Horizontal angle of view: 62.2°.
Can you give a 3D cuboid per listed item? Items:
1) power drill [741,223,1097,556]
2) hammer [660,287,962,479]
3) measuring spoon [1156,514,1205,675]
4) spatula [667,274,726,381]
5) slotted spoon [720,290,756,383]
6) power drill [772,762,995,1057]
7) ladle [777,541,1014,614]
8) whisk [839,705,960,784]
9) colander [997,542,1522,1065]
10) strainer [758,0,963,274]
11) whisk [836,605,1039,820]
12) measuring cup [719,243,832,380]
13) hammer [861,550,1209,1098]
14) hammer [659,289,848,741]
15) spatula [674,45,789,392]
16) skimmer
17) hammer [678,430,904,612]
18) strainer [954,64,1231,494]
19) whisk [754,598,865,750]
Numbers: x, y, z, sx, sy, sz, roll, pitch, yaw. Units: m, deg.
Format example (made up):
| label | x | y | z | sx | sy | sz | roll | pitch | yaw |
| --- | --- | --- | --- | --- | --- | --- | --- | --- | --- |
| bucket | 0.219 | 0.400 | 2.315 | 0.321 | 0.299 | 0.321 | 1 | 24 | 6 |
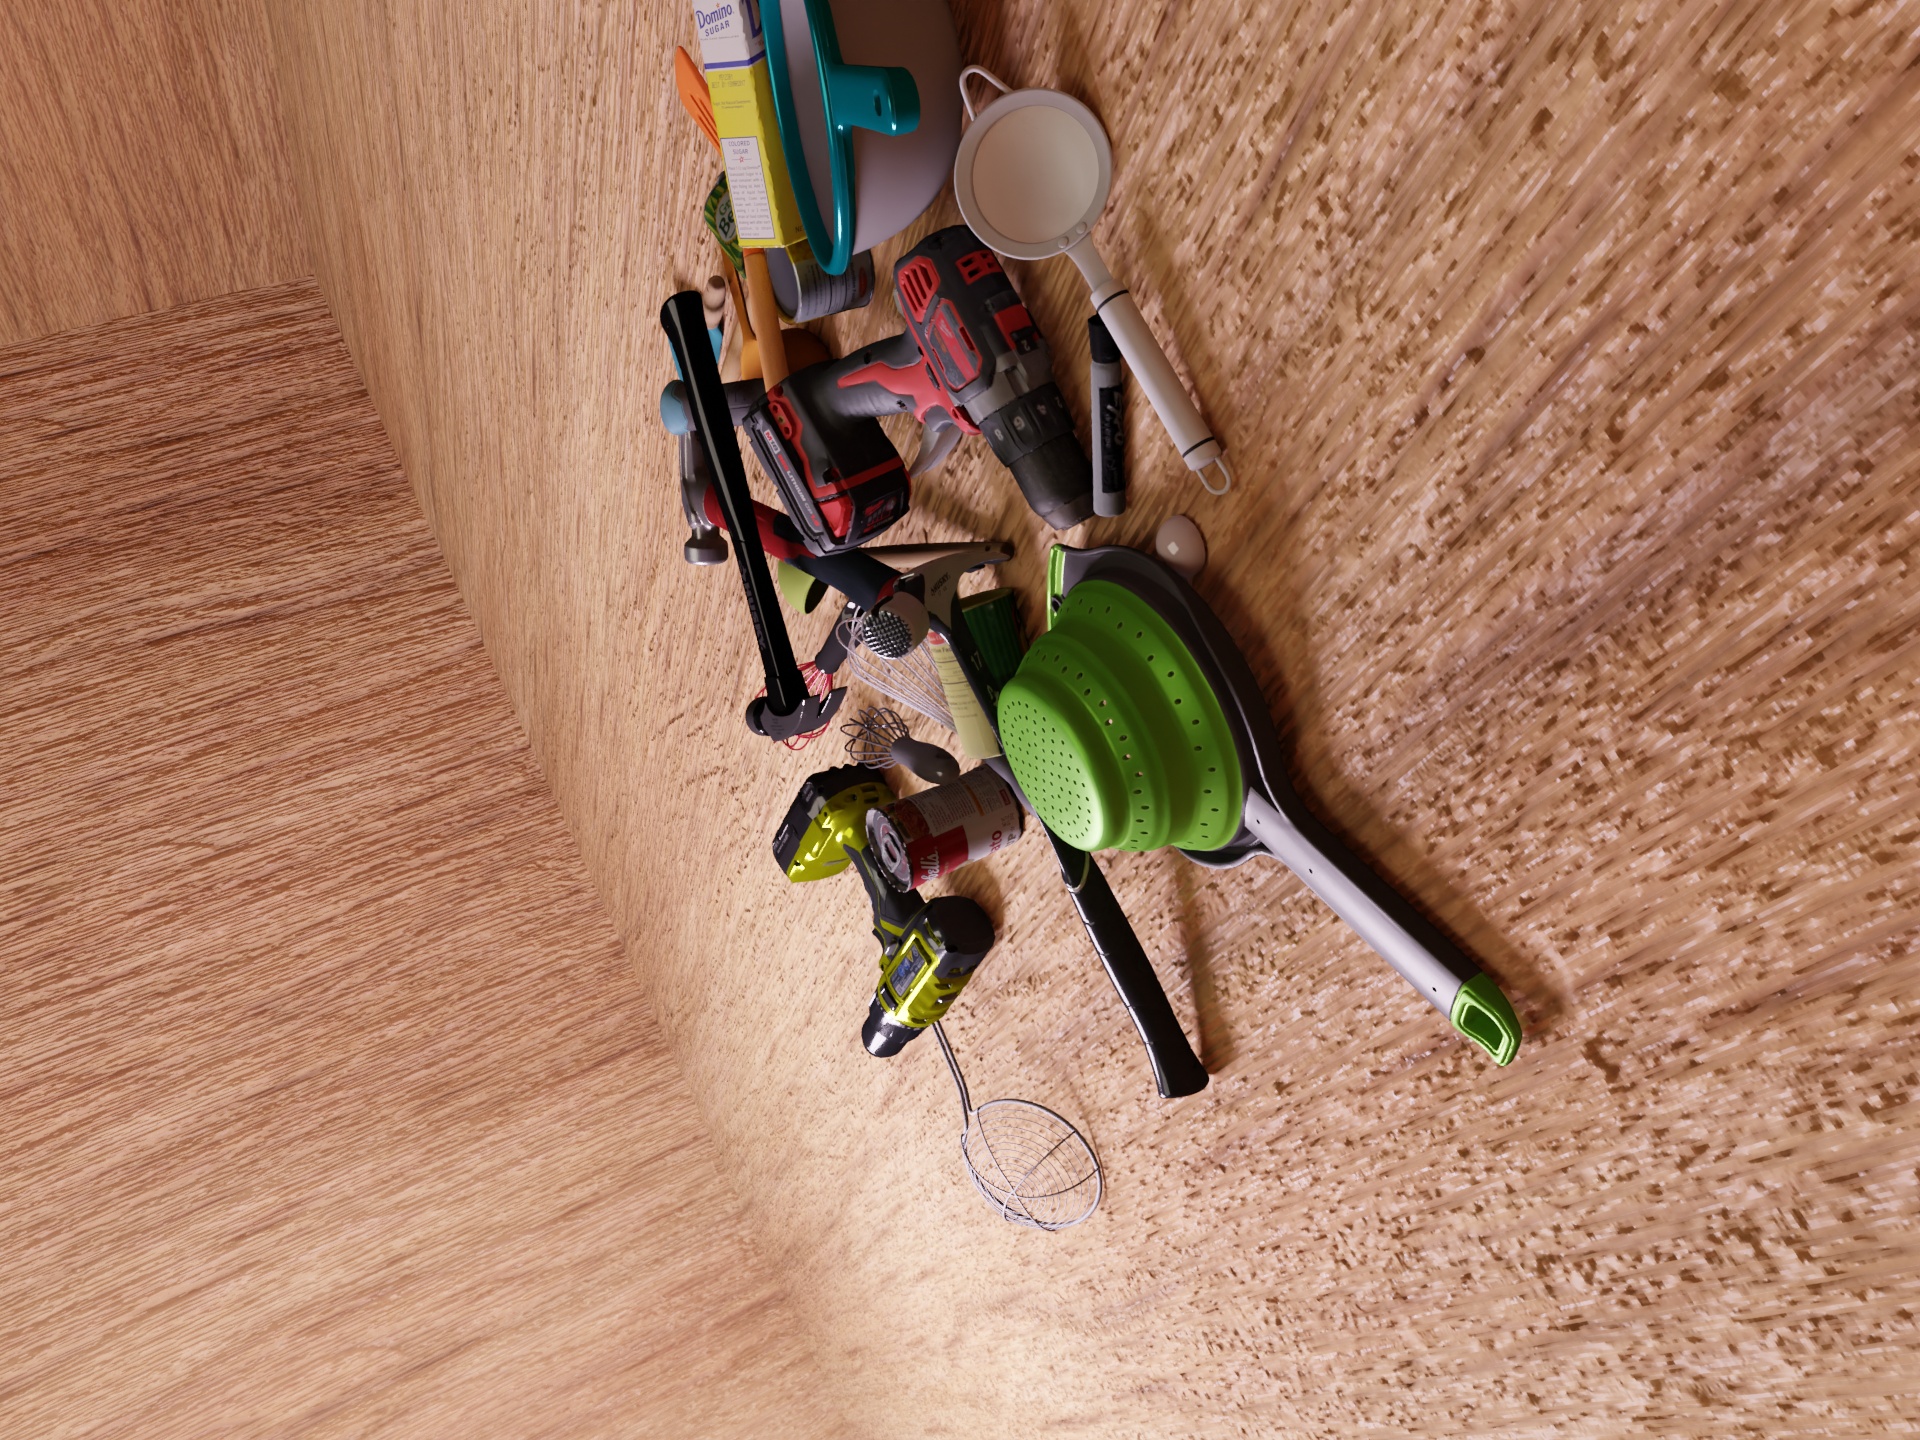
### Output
| label | x | y | z | sx | sy | sz | roll | pitch | yaw |
| --- | --- | --- | --- | --- | --- | --- | --- | --- | --- |
| power drill | -0.021 | -0.178 | 0.998 | 0.226 | 0.080 | 0.188 | -24 | 96 | 49 |
| hammer | -0.117 | -0.236 | 1.152 | 0.331 | 0.033 | 0.128 | 7 | 120 | 46 |
| measuring spoon | 0.120 | -0.060 | 0.909 | 0.034 | 0.018 | 0.124 | 44 | 147 | 43 |
| spatula | -0.219 | -0.335 | 1.331 | 0.317 | 0.044 | 0.082 | -155 | 51 | -78 |
| slotted spoon | -0.198 | -0.303 | 1.382 | 0.313 | 0.031 | 0.070 | 132 | 129 | -62 |
| power drill | -0.076 | 0.170 | 1.410 | 0.229 | 0.080 | 0.190 | 56 | 134 | 28 |
| ladle | -0.049 | -0.118 | 1.202 | 0.062 | 0.078 | 0.320 | 32 | 166 | -32 |
| whisk | -0.047 | 0.023 | 1.267 | 0.239 | 0.055 | 0.055 | -160 | 52 | -70 |
| colander | 0.131 | 0.057 | 0.874 | 0.398 | 0.094 | 0.204 | 47 | 154 | 37 |
| strainer | -0.035 | -0.343 | 0.849 | 0.341 | 0.095 | 0.210 | -124 | 23 | -62 |
| whisk | -0.002 | -0.003 | 1.186 | 0.285 | 0.070 | 0.070 | 44 | 147 | 36 |
| measuring cup | -0.141 | -0.301 | 1.231 | 0.095 | 0.052 | 0.173 | 3 | 111 | 65 |
| hammer | 0.067 | 0.077 | 1.026 | 0.036 | 0.149 | 0.408 | -17 | 109 | 32 |
| hammer | -0.160 | -0.148 | 1.172 | 0.146 | 0.035 | 0.334 | -1 | 105 | 64 |
| spatula | -0.146 | -0.293 | 1.091 | 0.081 | 0.041 | 0.322 | -178 | 78 | -79 |
| skimmer | 0.011 | 0.289 | 1.426 | 0.127 | 0.090 | 0.364 | -65 | 37 | 33 |
| hammer | -0.132 | -0.153 | 1.208 | 0.387 | 0.038 | 0.143 | 31 | 125 | 55 |
| strainer | 0.074 | -0.230 | 0.839 | 0.087 | 0.050 | 0.258 | -31 | 85 | 22 |
| whisk | -0.125 | -0.044 | 1.414 | 0.073 | 0.073 | 0.295 | 63 | 150 | 12 |
